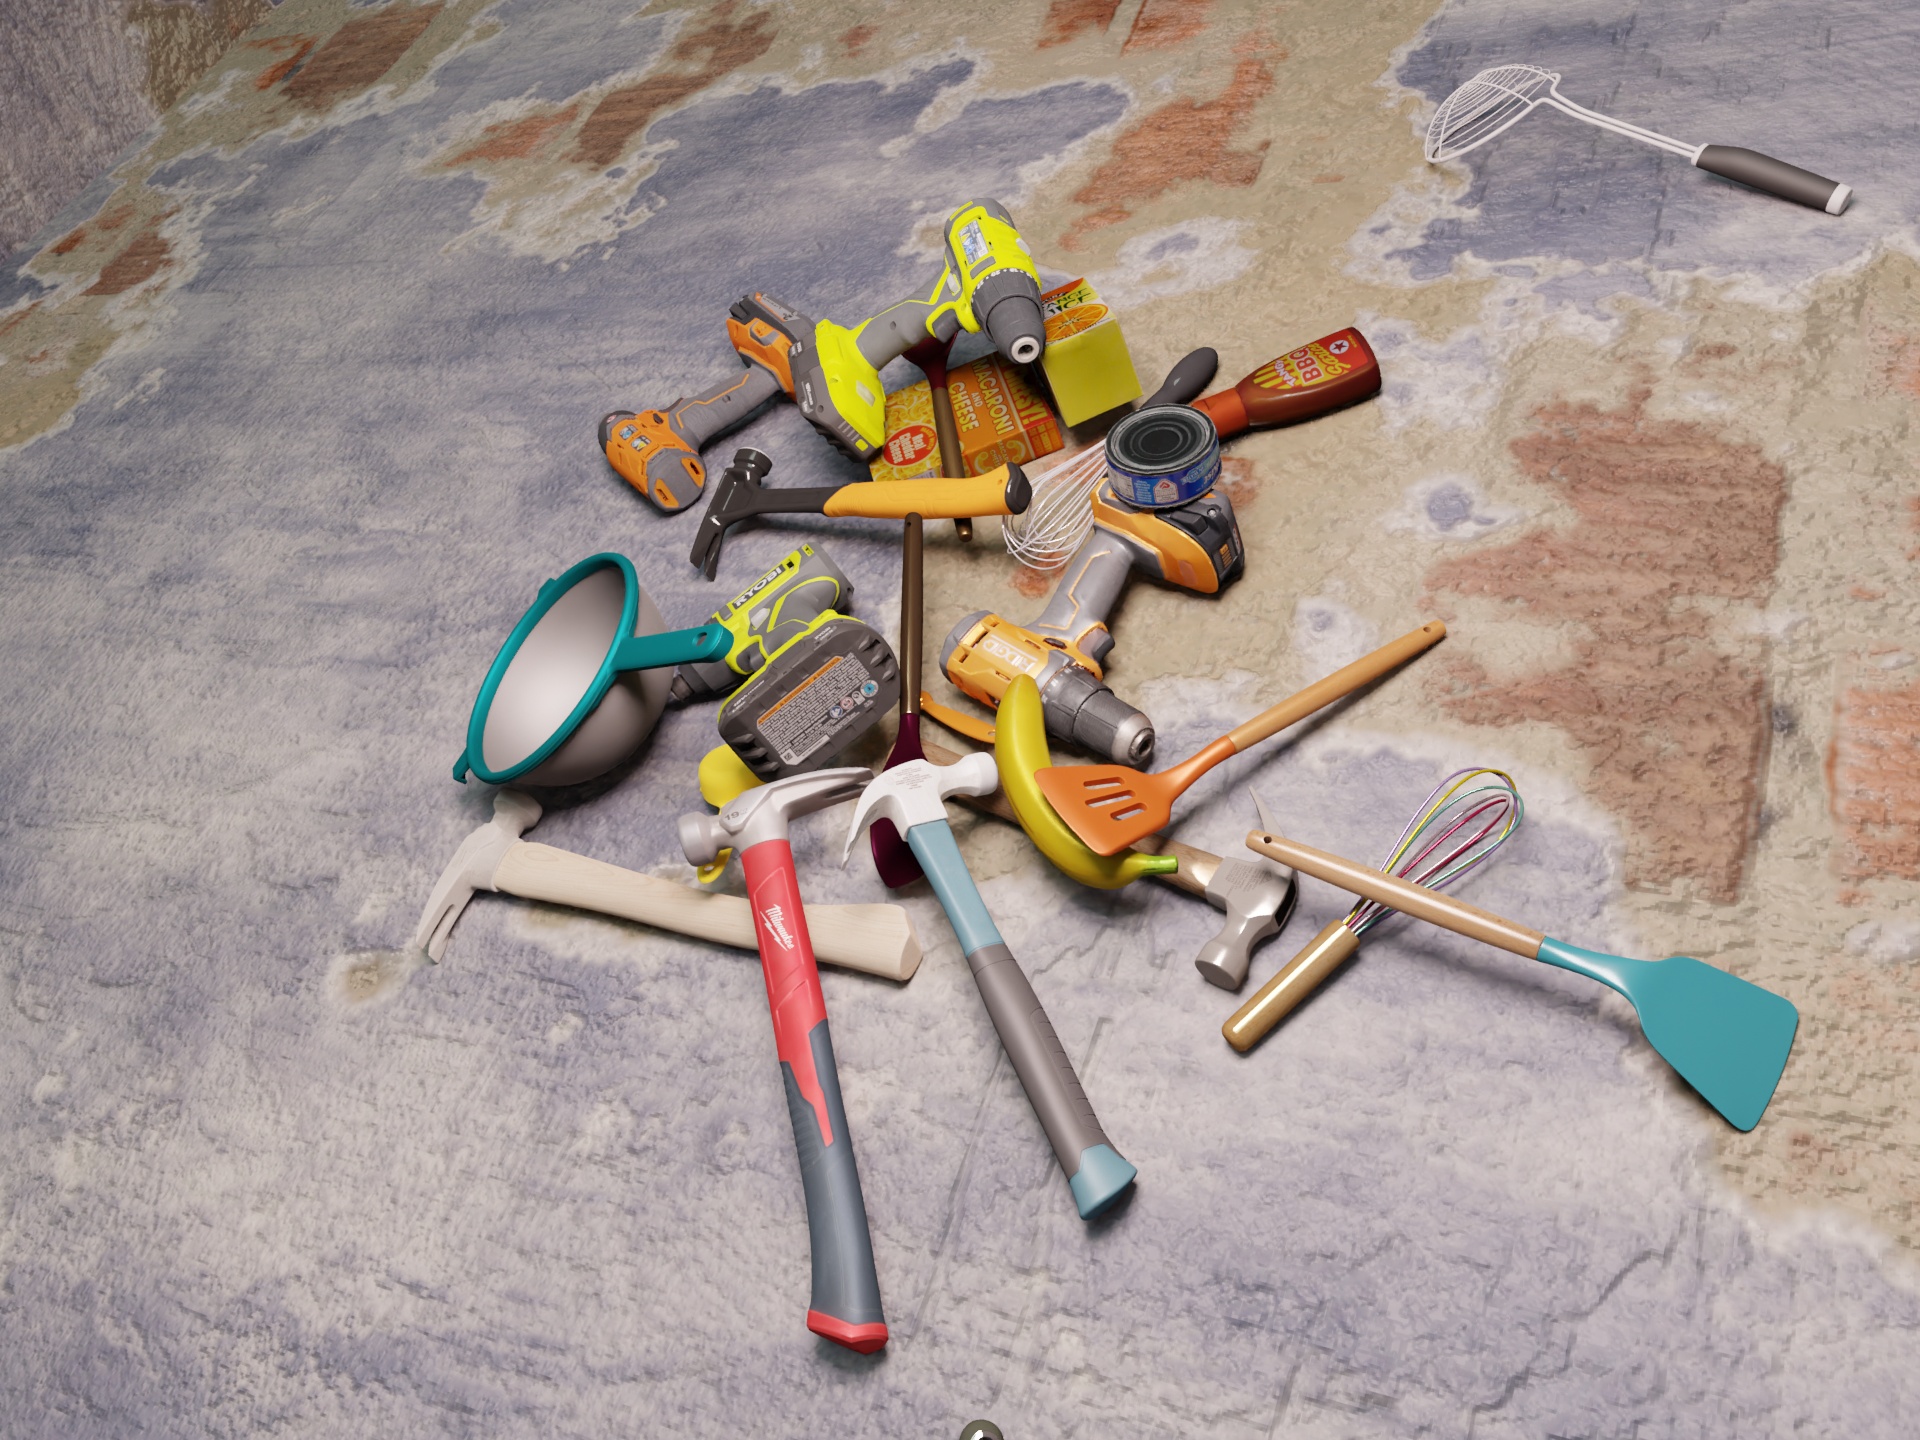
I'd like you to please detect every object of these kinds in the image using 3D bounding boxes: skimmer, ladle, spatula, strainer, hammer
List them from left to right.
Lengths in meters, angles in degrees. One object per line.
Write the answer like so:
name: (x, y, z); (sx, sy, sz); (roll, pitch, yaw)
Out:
strainer: (-0.256, -0.028, 1.244); (0.340, 0.095, 0.211); (-5, 58, 46)
hammer: (-0.217, 0.143, 1.164); (0.411, 0.038, 0.146); (8, 56, 28)
hammer: (-0.086, 0.202, 1.019); (0.143, 0.038, 0.387); (-17, 55, 1)
hammer: (-0.087, -0.179, 1.336); (0.337, 0.034, 0.127); (4, 63, 37)
ladle: (-0.014, -0.268, 1.382); (0.069, 0.031, 0.316); (-26, 48, 20)
hammer: (0.024, 0.158, 1.007); (0.128, 0.033, 0.331); (-10, 53, -25)
hammer: (0.081, 0.069, 1.103); (0.331, 0.031, 0.130); (21, 62, 35)
spatula: (0.201, 0.001, 1.070); (0.322, 0.041, 0.081); (-28, 55, -16)
spatula: (0.311, 0.129, 0.924); (0.318, 0.044, 0.082); (21, 64, 30)
skimmer: (0.575, -0.483, 1.372); (0.364, 0.090, 0.127); (34, 67, 29)

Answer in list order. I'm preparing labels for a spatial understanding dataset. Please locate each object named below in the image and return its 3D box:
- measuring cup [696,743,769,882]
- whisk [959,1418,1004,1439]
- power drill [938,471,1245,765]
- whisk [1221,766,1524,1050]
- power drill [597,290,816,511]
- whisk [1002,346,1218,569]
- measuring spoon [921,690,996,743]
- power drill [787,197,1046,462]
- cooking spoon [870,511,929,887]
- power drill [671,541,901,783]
measuring cup: (-0.177, 0.065, 1.187); (0.062, 0.029, 0.157); (-6, 30, 7)
whisk: (-0.014, 0.473, 0.789); (0.058, 0.059, 0.247); (22, 51, -6)
power drill: (0.118, -0.077, 1.184); (0.185, 0.084, 0.226); (32, 72, 37)
whisk: (0.258, 0.119, 0.982); (0.245, 0.047, 0.051); (-41, 49, -8)
power drill: (-0.247, -0.313, 1.541); (0.226, 0.084, 0.164); (-42, 48, -10)
whisk: (0.130, -0.228, 1.324); (0.070, 0.070, 0.285); (23, 59, 36)
measuring spoon: (-0.002, -0.004, 1.198); (0.021, 0.011, 0.117); (-22, 29, -31)
power drill: (-0.031, -0.324, 1.358); (0.228, 0.080, 0.191); (-32, 46, 19)
cooking spoon: (-0.037, -0.024, 1.186); (0.069, 0.017, 0.319); (-24, 53, 36)
power drill: (-0.143, -0.044, 1.238); (0.171, 0.080, 0.223); (-39, 29, -1)
